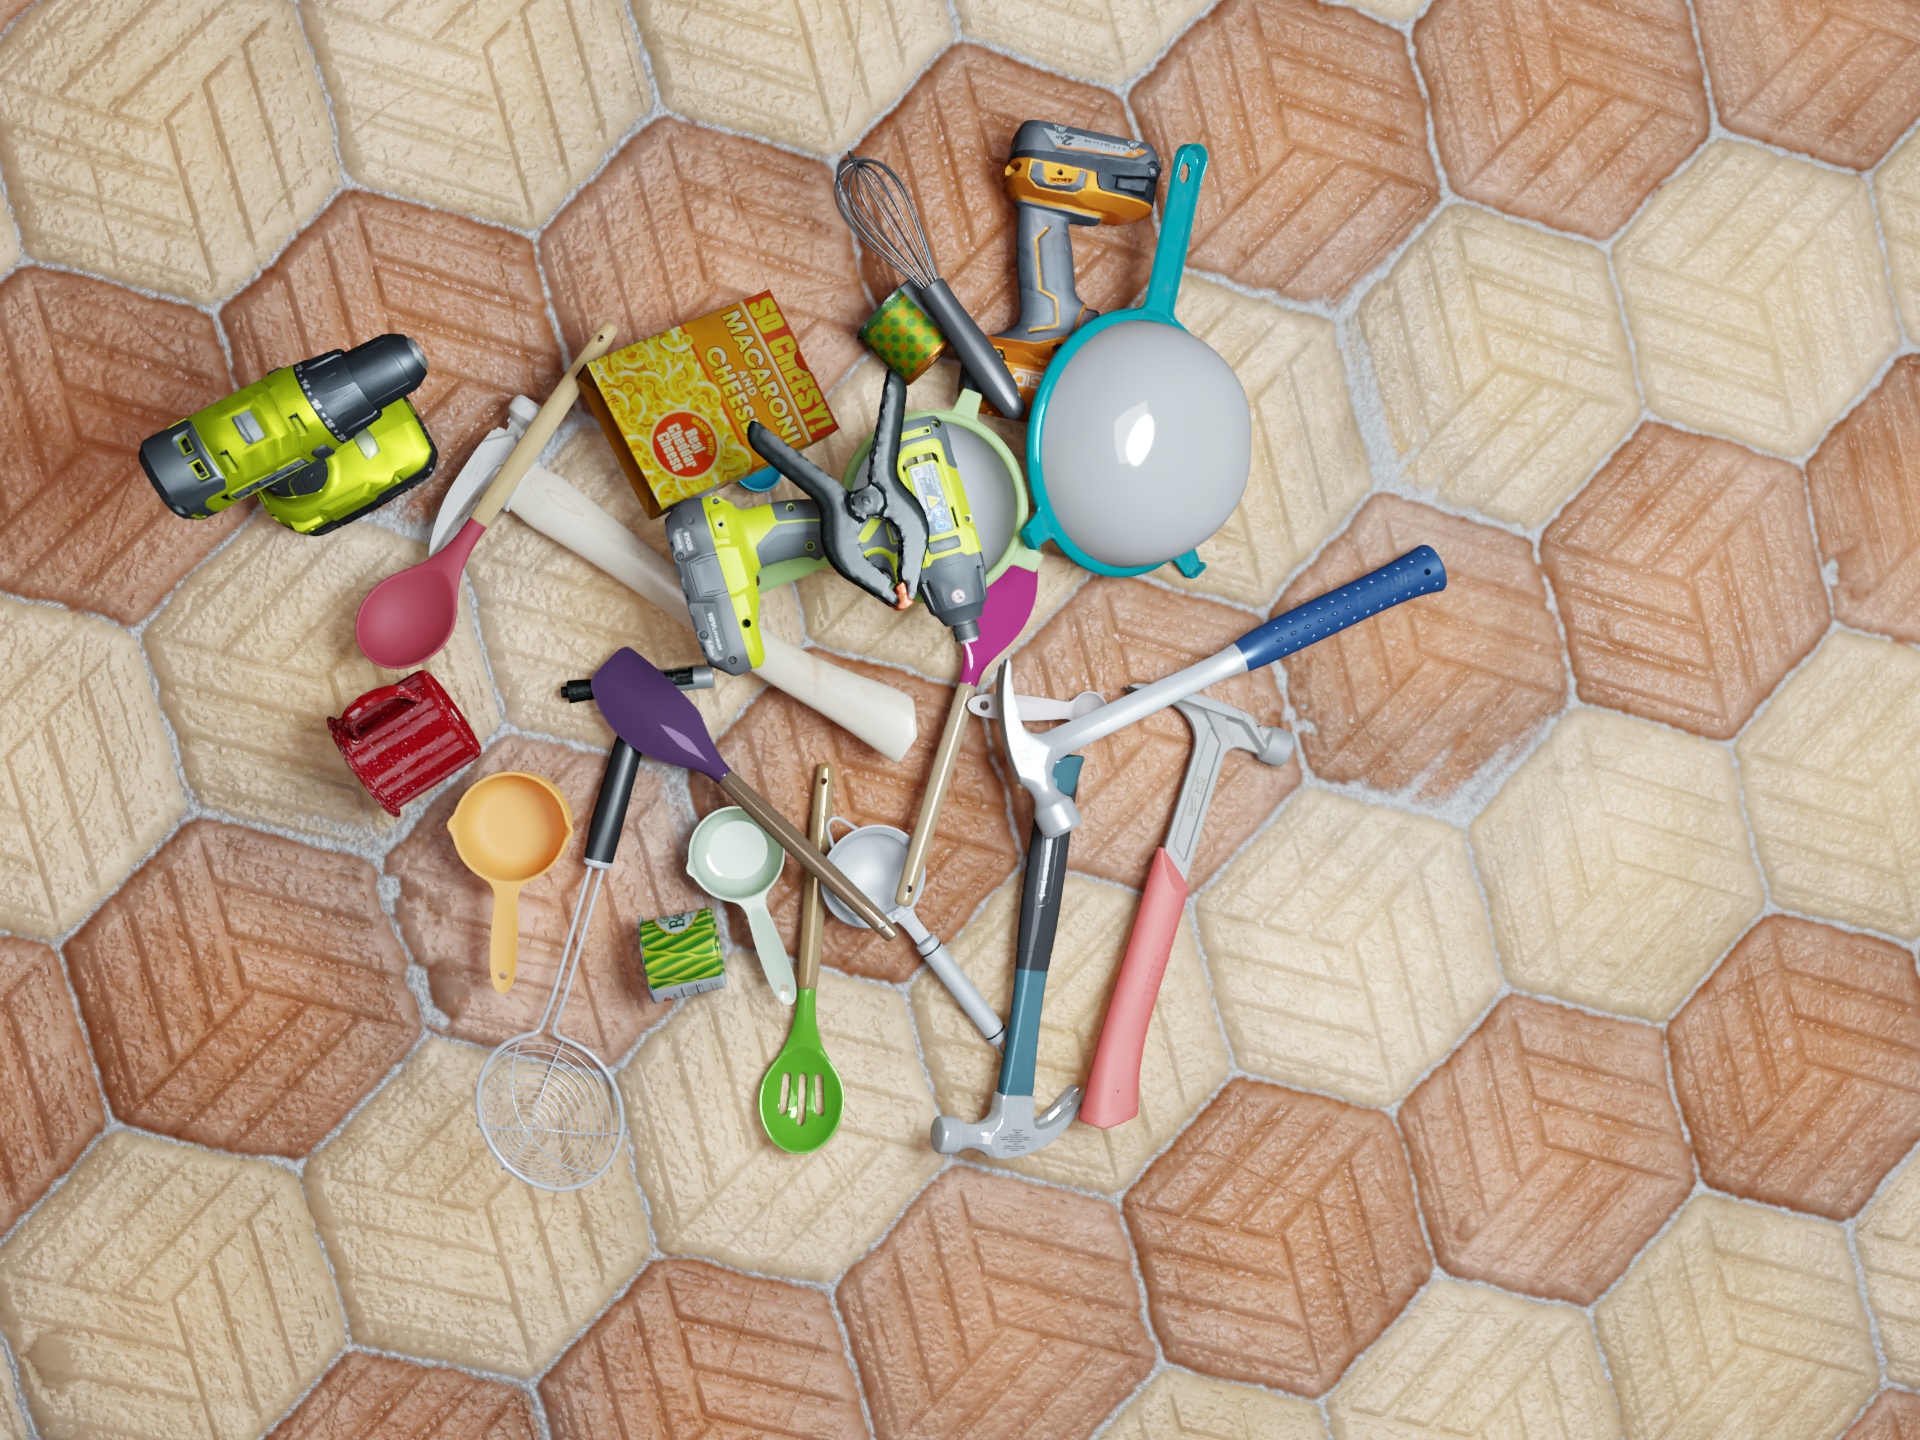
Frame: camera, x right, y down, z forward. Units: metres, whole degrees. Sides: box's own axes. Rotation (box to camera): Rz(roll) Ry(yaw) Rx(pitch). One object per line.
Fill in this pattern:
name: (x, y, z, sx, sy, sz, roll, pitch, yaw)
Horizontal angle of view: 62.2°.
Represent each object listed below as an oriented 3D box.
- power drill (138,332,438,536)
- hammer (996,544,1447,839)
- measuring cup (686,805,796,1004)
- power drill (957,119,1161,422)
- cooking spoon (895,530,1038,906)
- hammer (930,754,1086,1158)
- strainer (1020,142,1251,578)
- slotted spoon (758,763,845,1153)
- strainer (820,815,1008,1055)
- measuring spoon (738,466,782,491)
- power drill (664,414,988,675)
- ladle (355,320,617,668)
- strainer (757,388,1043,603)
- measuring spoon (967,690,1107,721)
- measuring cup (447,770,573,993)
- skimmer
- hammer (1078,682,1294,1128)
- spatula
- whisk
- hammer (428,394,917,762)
power drill: (-0.455, -0.204, 1.143, 0.190, 0.228, 0.080, -29, 95, -5)
hammer: (0.216, -0.053, 1.295, 0.405, 0.035, 0.144, -25, 87, -13)
measuring cup: (-0.165, 0.148, 1.282, 0.083, 0.038, 0.167, -19, 95, -6)
power drill: (0.095, -0.348, 1.279, 0.164, 0.084, 0.226, 10, 95, -7)
cooking spoon: (-0.002, -0.004, 1.287, 0.068, 0.017, 0.319, 19, 80, -17)
hammer: (0.059, 0.189, 1.297, 0.128, 0.033, 0.331, 10, 86, -25)
strainer: (0.171, -0.274, 1.227, 0.210, 0.095, 0.340, 6, 99, -37)
slotted spoon: (-0.121, 0.192, 1.293, 0.070, 0.031, 0.314, 4, 89, -4)
strainer: (-0.033, 0.177, 1.297, 0.087, 0.050, 0.258, -38, 101, -6)
measuring spoon: (-0.165, -0.246, 1.285, 0.042, 0.021, 0.129, 4, 82, -24)
power drill: (-0.096, -0.118, 1.201, 0.223, 0.080, 0.171, -17, 95, -4)
ladle: (-0.356, -0.174, 1.219, 0.069, 0.031, 0.315, 34, 88, -5)
strainer: (-0.066, -0.152, 1.281, 0.256, 0.069, 0.151, -21, 95, 12)
measuring spoon: (0.062, -0.010, 1.302, 0.124, 0.018, 0.034, 4, 89, -20)
measuring cup: (-0.353, 0.125, 1.254, 0.095, 0.052, 0.173, 4, 93, -7)
skimmer: (-0.286, 0.176, 1.243, 0.127, 0.090, 0.363, 17, 86, -39)
hammer: (0.155, 0.153, 1.301, 0.149, 0.037, 0.359, 19, 83, -7)
spatula: (-0.168, 0.064, 1.252, 0.316, 0.018, 0.060, 42, 84, 3)
whisk: (-0.021, -0.333, 1.221, 0.055, 0.055, 0.239, -35, 96, -4)
hammer: (-0.217, -0.084, 1.252, 0.410, 0.038, 0.146, 34, 89, -1)
